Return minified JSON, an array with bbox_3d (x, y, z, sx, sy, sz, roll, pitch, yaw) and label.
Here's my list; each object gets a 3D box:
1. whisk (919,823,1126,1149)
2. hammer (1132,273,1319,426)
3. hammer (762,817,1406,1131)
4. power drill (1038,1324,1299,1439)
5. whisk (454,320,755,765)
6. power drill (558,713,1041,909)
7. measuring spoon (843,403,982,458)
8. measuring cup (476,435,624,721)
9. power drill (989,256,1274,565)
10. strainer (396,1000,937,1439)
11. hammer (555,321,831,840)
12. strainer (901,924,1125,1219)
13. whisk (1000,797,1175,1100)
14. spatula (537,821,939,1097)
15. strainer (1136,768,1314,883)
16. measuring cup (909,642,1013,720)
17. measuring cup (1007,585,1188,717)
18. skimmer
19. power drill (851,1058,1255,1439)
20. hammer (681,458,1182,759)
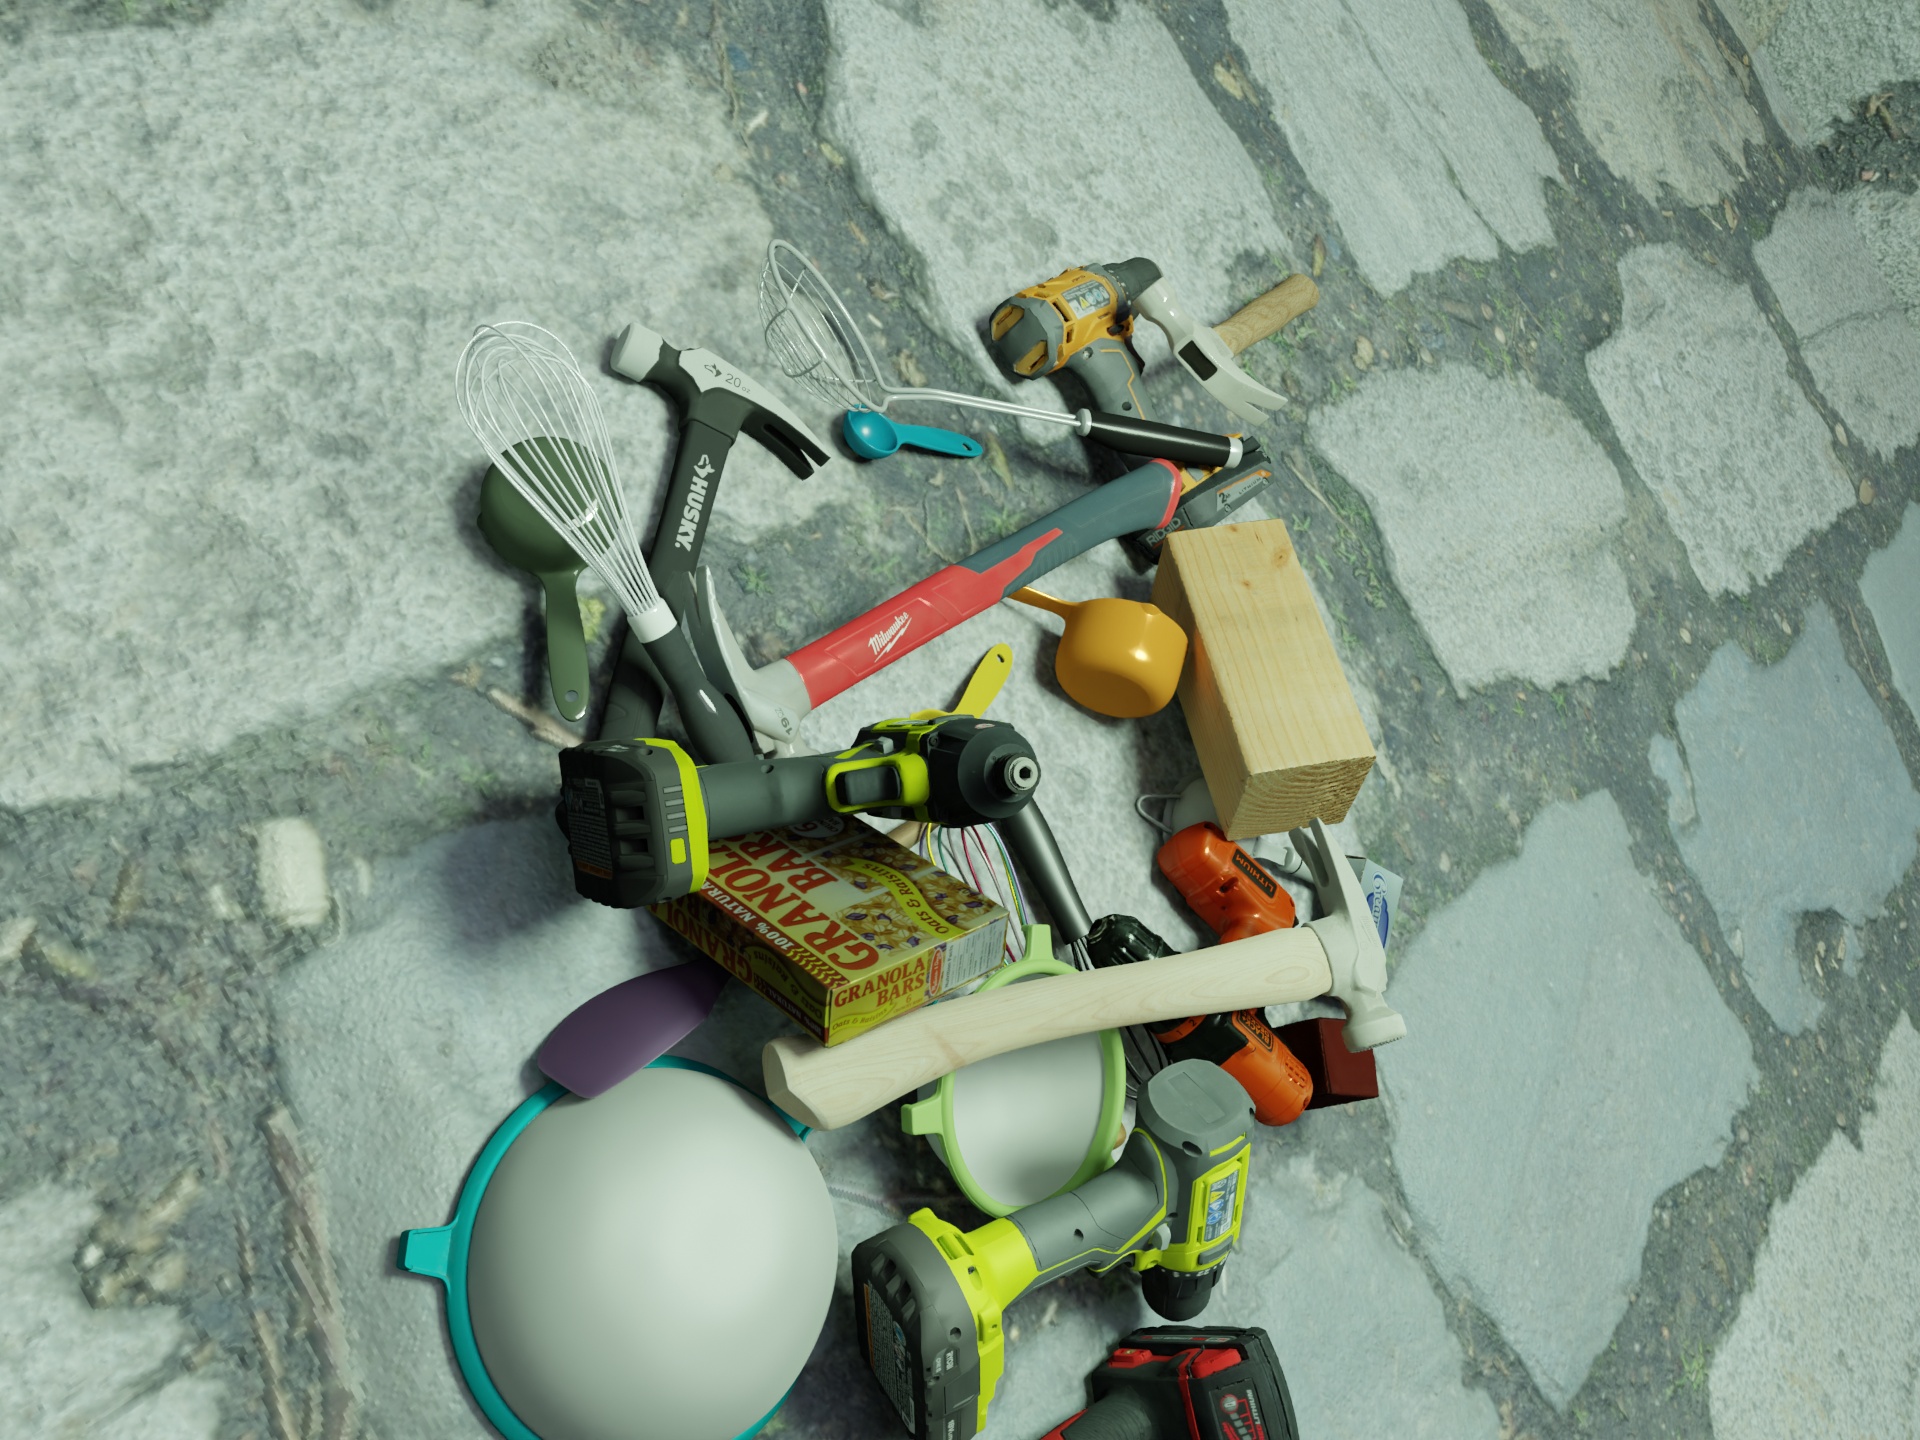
[{"bbox_3d":[0.046,0.160,1.001,0.245,0.051,0.047,63,25,-5],"label":"whisk"},{"bbox_3d":[0.241,-0.322,1.294,0.130,0.031,0.331,51,34,-2],"label":"hammer"},{"bbox_3d":[0.079,0.150,0.906,0.410,0.038,0.146,-6,70,-31],"label":"hammer"},{"bbox_3d":[0.078,0.404,0.864,0.219,0.143,0.078,-7,79,-41],"label":"power drill"},{"bbox_3d":[-0.180,-0.081,0.849,0.070,0.070,0.284,-47,120,-39],"label":"whisk"},{"bbox_3d":[-0.079,0.037,0.816,0.223,0.171,0.080,-8,93,-26],"label":"power drill"},{"bbox_3d":[-0.034,-0.191,1.104,0.128,0.021,0.042,0,57,-46],"label":"measuring spoon"},{"bbox_3d":[-0.221,-0.082,0.873,0.083,0.038,0.168,-7,68,-13],"label":"measuring cup"},{"bbox_3d":[0.143,-0.251,1.221,0.185,0.084,0.226,-36,91,-42],"label":"power drill"},{"bbox_3d":[-0.099,0.233,0.827,0.340,0.095,0.211,-41,98,-39],"label":"strainer"},{"bbox_3d":[-0.170,-0.072,0.937,0.146,0.035,0.335,24,59,-27],"label":"hammer"},{"bbox_3d":[0.052,0.253,0.963,0.256,0.069,0.151,55,54,-26],"label":"strainer"},{"bbox_3d":[0.077,0.140,1.035,0.055,0.055,0.239,-20,80,-40],"label":"whisk"},{"bbox_3d":[-0.109,0.118,0.907,0.316,0.060,0.018,-32,136,-44],"label":"spatula"},{"bbox_3d":[0.239,0.099,1.176,0.258,0.050,0.087,23,75,-32],"label":"strainer"},{"bbox_3d":[-0.002,-0.003,1.050,0.062,0.029,0.157,48,39,-12],"label":"measuring cup"},{"bbox_3d":[0.071,-0.054,1.094,0.173,0.095,0.052,21,64,-8],"label":"measuring cup"},{"bbox_3d":[0.037,-0.237,1.073,0.363,0.090,0.127,8,40,-18],"label":"skimmer"},{"bbox_3d":[0.060,0.303,0.876,0.228,0.190,0.080,-21,41,-25],"label":"power drill"},{"bbox_3d":[0.002,-0.100,1.010,0.386,0.038,0.143,-32,104,-34],"label":"hammer"}]
